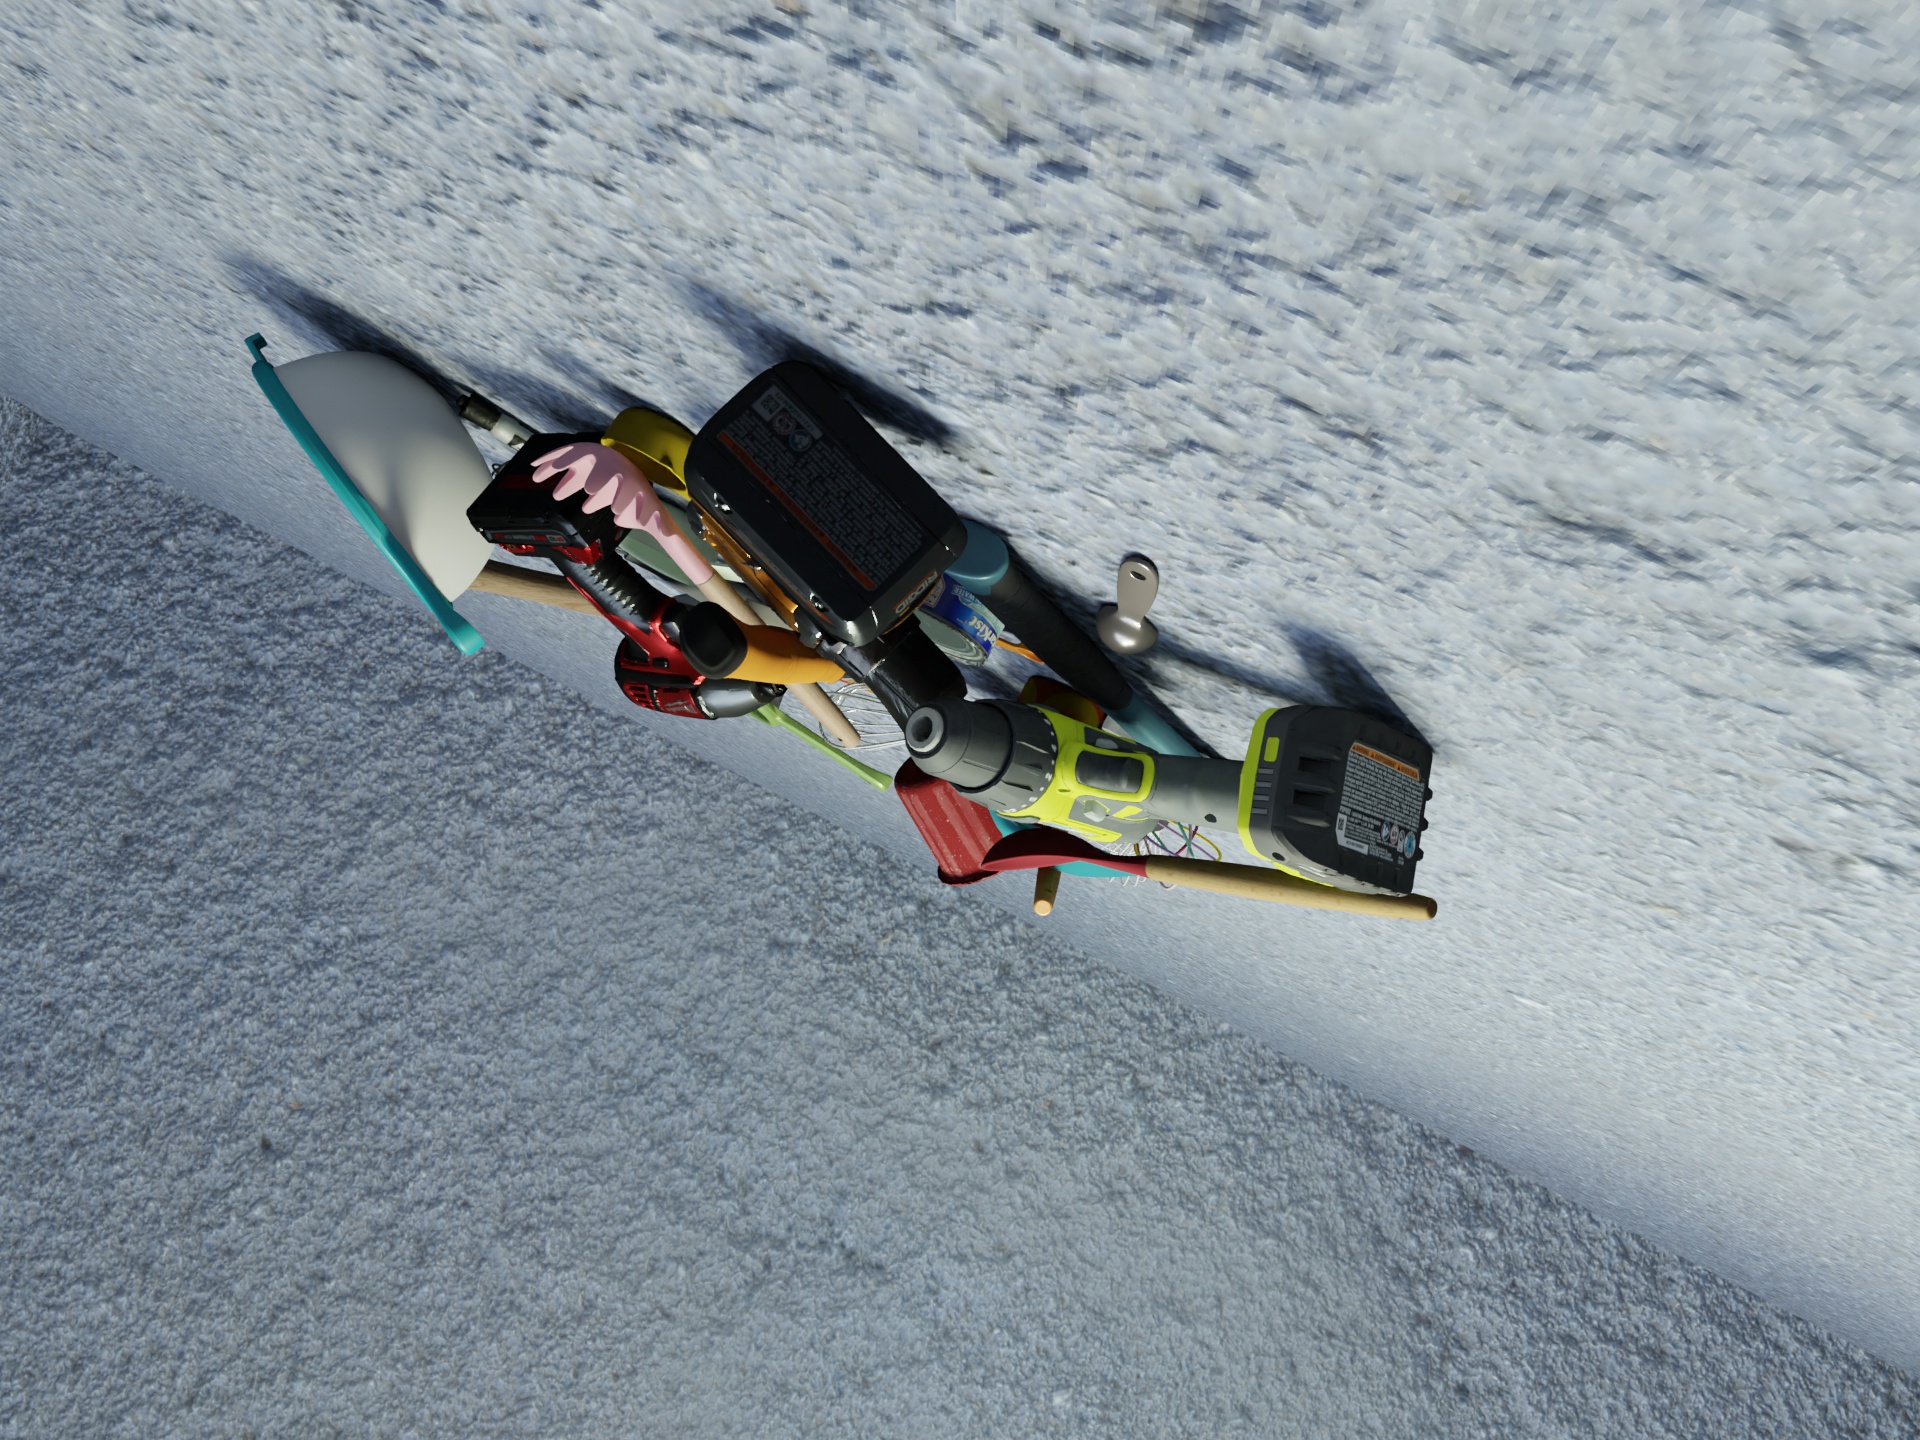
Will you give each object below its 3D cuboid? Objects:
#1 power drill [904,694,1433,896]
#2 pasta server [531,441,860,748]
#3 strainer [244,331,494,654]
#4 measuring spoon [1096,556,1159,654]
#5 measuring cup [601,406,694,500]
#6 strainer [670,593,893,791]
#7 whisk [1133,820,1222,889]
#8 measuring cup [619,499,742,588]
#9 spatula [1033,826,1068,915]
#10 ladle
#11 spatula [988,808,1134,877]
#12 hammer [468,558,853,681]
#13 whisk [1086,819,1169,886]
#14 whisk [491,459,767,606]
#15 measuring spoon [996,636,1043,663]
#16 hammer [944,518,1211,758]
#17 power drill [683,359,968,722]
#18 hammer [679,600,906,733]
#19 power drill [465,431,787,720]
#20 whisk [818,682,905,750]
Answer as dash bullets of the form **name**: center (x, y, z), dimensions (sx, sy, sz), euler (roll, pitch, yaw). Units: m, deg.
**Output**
- **power drill**: center (0.101, 0.029, 0.807), dimensions (0.229, 0.080, 0.190), euler (5, 171, 40)
- **pasta server**: center (-0.149, -0.068, 0.989), dimensions (0.060, 0.040, 0.315), euler (17, 156, 40)
- **strainer**: center (-0.353, -0.150, 1.065), dimensions (0.341, 0.095, 0.210), euler (42, 165, 44)
- **measuring spoon**: center (0.083, -0.054, 0.787), dimensions (0.034, 0.018, 0.124), euler (26, 169, 8)
- **measuring cup**: center (-0.142, -0.137, 0.948), dimensions (0.156, 0.029, 0.062), euler (32, 170, -36)
- **strainer**: center (-0.152, -0.035, 1.323), dimensions (0.256, 0.069, 0.151), euler (33, 171, 6)
- **whisk**: center (0.122, 0.063, 1.090), dimensions (0.051, 0.047, 0.245), euler (58, 178, -15)
- **measuring cup**: center (-0.177, -0.121, 1.095), dimensions (0.168, 0.038, 0.083), euler (14, 164, 45)
- **spatula**: center (0.072, 0.085, 1.207), dimensions (0.081, 0.041, 0.323), euler (19, -162, 1)
- **ladle**: center (0.127, 0.086, 0.896), dimensions (0.069, 0.031, 0.315), euler (3, 180, -41)
- **spatula**: center (-0.002, -0.003, 1.012), dimensions (0.317, 0.044, 0.082), euler (53, 151, -16)
- **hammer**: center (-0.240, -0.085, 1.208), dimensions (0.331, 0.031, 0.130), euler (13, 175, 14)
- **whisk**: center (0.143, 0.084, 1.241), dimensions (0.070, 0.070, 0.284), euler (27, 166, 3)
- **whisk**: center (-0.248, -0.132, 1.211), dimensions (0.238, 0.055, 0.055), euler (27, 171, -25)
- **measuring spoon**: center (0.008, -0.061, 0.992), dimensions (0.117, 0.011, 0.021), euler (25, 171, 33)
- **hammer**: center (0.083, -0.021, 0.920), dimensions (0.128, 0.033, 0.330), euler (18, 166, 39)
- **power drill**: center (-0.057, -0.073, 0.794), dimensions (0.185, 0.084, 0.226), euler (46, 171, -3)
- **hammer**: center (-0.086, -0.031, 0.958), dimensions (0.127, 0.034, 0.337), euler (50, -171, 8)
- **power drill**: center (-0.208, -0.084, 1.052), dimensions (0.143, 0.079, 0.219), euler (8, 144, 38)
- **whisk**: center (-0.008, 0.003, 1.175), dimensions (0.246, 0.058, 0.059), euler (6, 150, 34)
